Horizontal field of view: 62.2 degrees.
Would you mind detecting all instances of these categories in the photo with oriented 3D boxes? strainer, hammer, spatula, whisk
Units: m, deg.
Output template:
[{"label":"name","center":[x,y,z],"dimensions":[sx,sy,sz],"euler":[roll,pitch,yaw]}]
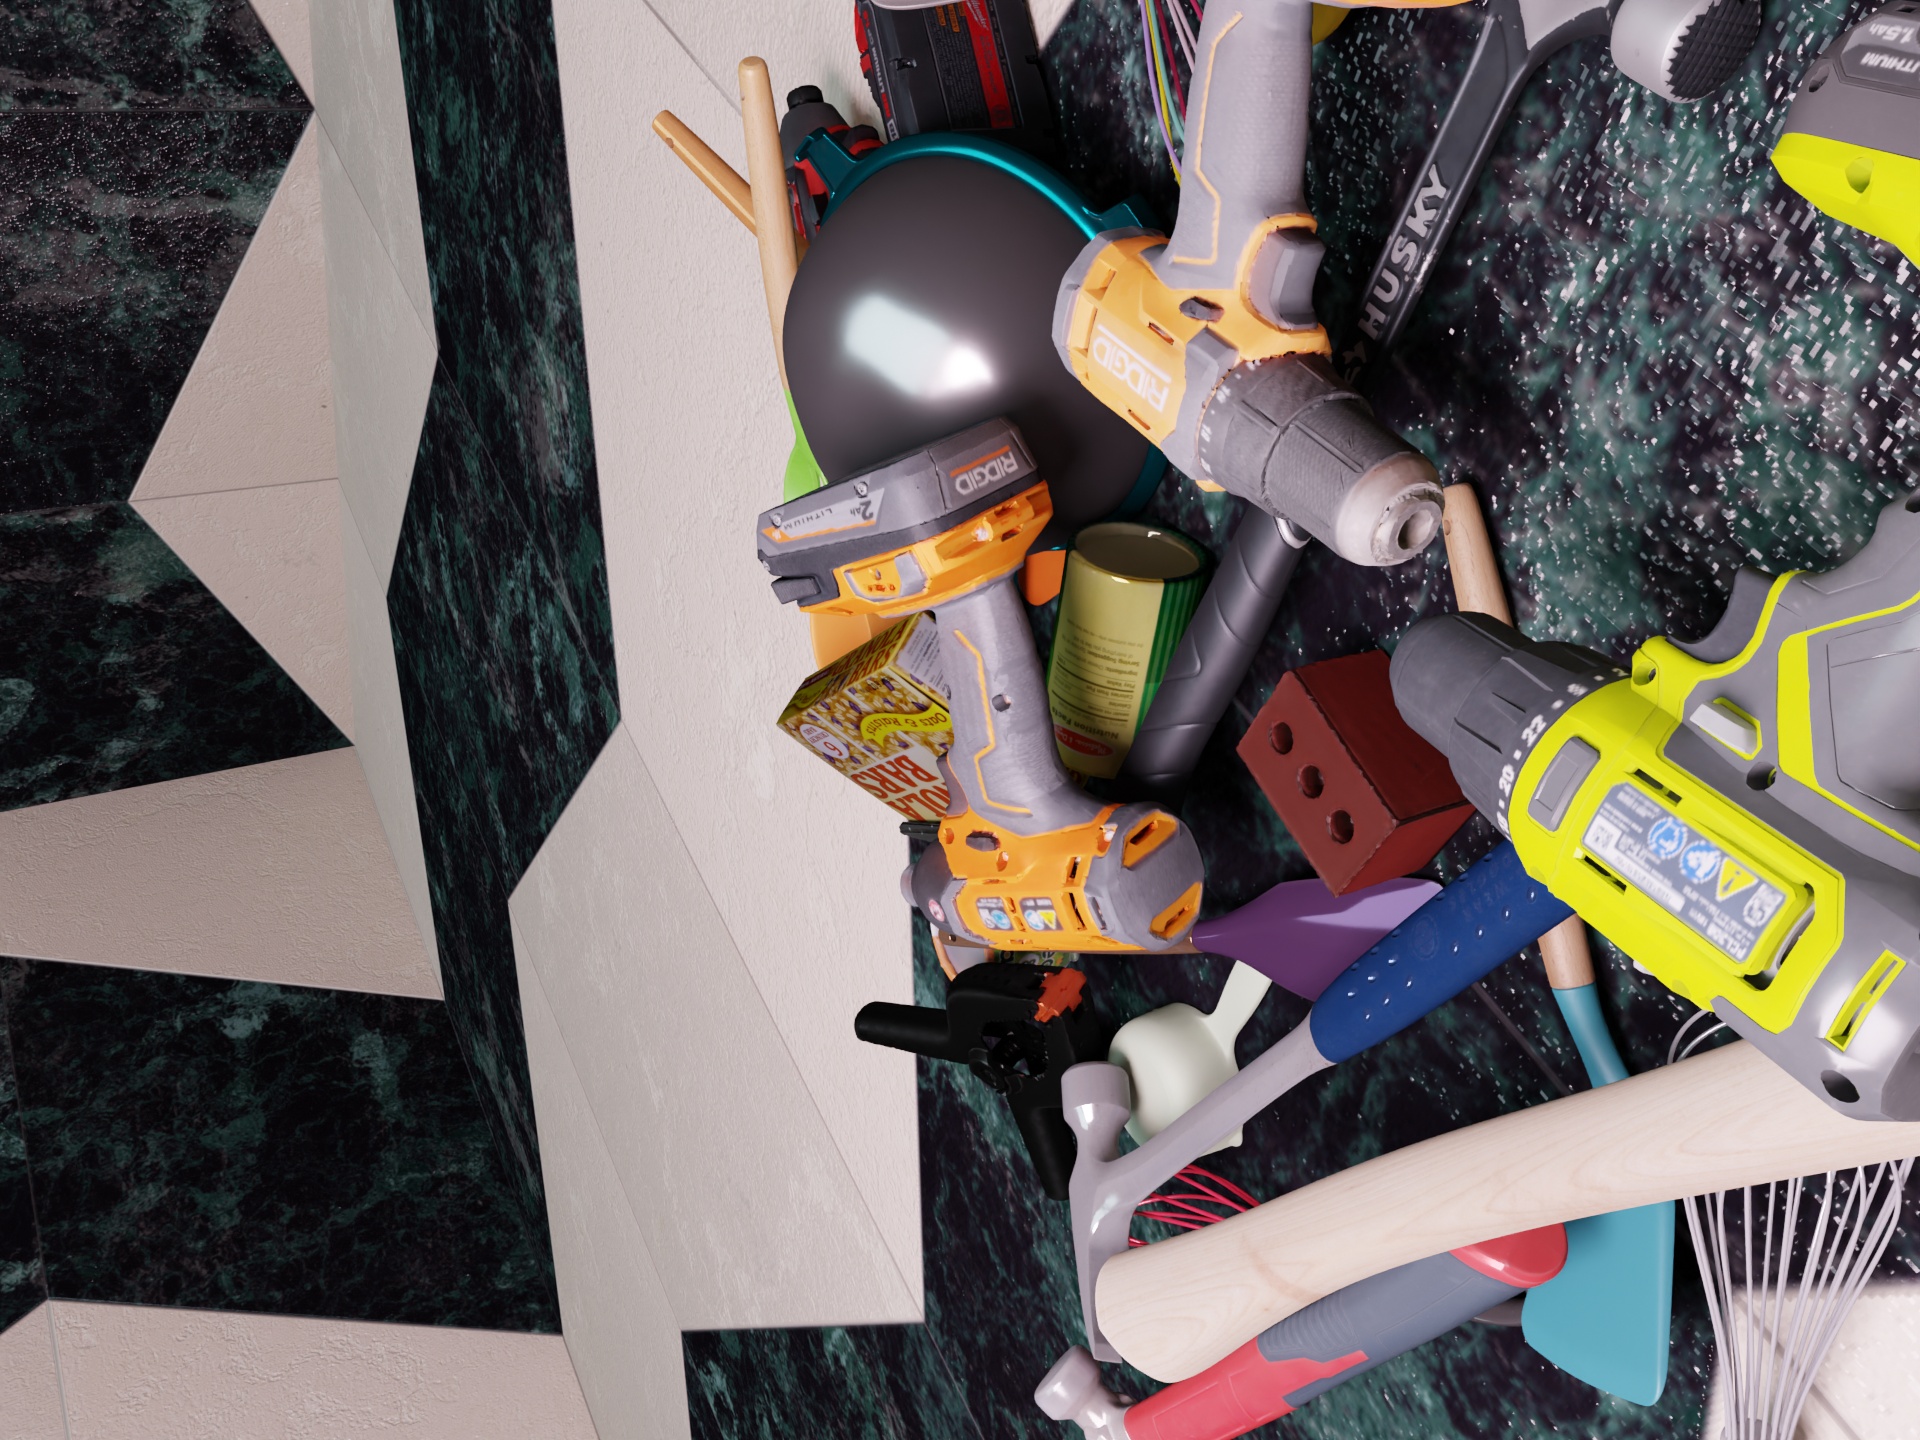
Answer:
[{"label":"strainer","center":[-0.009,-0.103,0.776],"dimensions":[0.211,0.095,0.340],"euler":[23,136,29]},{"label":"hammer","center":[0.138,0.130,0.614],"dimensions":[0.405,0.035,0.144],"euler":[124,152,-48]},{"label":"spatula","center":[-0.047,-0.196,0.830],"dimensions":[0.322,0.041,0.081],"euler":[44,148,-2]},{"label":"whisk","center":[0.077,-0.309,0.653],"dimensions":[0.047,0.051,0.245],"euler":[127,129,-62]},{"label":"hammer","center":[0.130,-0.101,0.608],"dimensions":[0.149,0.036,0.408],"euler":[57,140,37]},{"label":"whisk","center":[0.148,0.243,0.729],"dimensions":[0.296,0.073,0.073],"euler":[-17,86,56]},{"label":"hammer","center":[0.152,0.292,0.690],"dimensions":[0.143,0.038,0.386],"euler":[41,143,10]},{"label":"hammer","center":[0.177,0.127,0.488],"dimensions":[0.410,0.038,0.146],"euler":[-38,49,44]},{"label":"spatula","center":[0.204,0.071,0.567],"dimensions":[0.082,0.044,0.317],"euler":[153,105,-78]},{"label":"whisk","center":[0.260,0.215,0.517],"dimensions":[0.070,0.070,0.284],"euler":[26,127,56]},{"label":"spatula","center":[0.095,0.104,0.748],"dimensions":[0.316,0.018,0.060],"euler":[-7,96,49]}]

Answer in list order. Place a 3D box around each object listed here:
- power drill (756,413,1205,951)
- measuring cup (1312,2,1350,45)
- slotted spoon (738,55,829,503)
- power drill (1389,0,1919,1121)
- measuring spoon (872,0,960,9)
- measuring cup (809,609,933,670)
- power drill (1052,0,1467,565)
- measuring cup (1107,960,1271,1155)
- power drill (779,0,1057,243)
[{"label":"power drill","center":[-0.001,-0.002,0.693],"dimensions":[0.164,0.084,0.226],"euler":[-10,107,48]},{"label":"measuring cup","center":[0.134,-0.322,0.571],"dimensions":[0.062,0.029,0.156],"euler":[37,120,51]},{"label":"slotted spoon","center":[-0.088,-0.197,0.835],"dimensions":[0.070,0.031,0.313],"euler":[53,159,35]},{"label":"power drill","center":[0.212,-0.045,0.395],"dimensions":[0.191,0.080,0.228],"euler":[50,123,51]},{"label":"measuring spoon","center":[0.018,-0.331,0.708],"dimensions":[0.124,0.018,0.034],"euler":[1,92,21]},{"label":"measuring cup","center":[-0.040,-0.079,0.948],"dimensions":[0.095,0.052,0.173],"euler":[60,145,30]},{"label":"power drill","center":[0.112,-0.176,0.515],"dimensions":[0.186,0.084,0.226],"euler":[52,142,42]},{"label":"measuring cup","center":[0.113,0.153,0.769],"dimensions":[0.083,0.038,0.167],"euler":[57,148,34]},{"label":"power drill","center":[-0.041,-0.302,0.840],"dimensions":[0.220,0.078,0.143],"euler":[-16,87,65]}]
